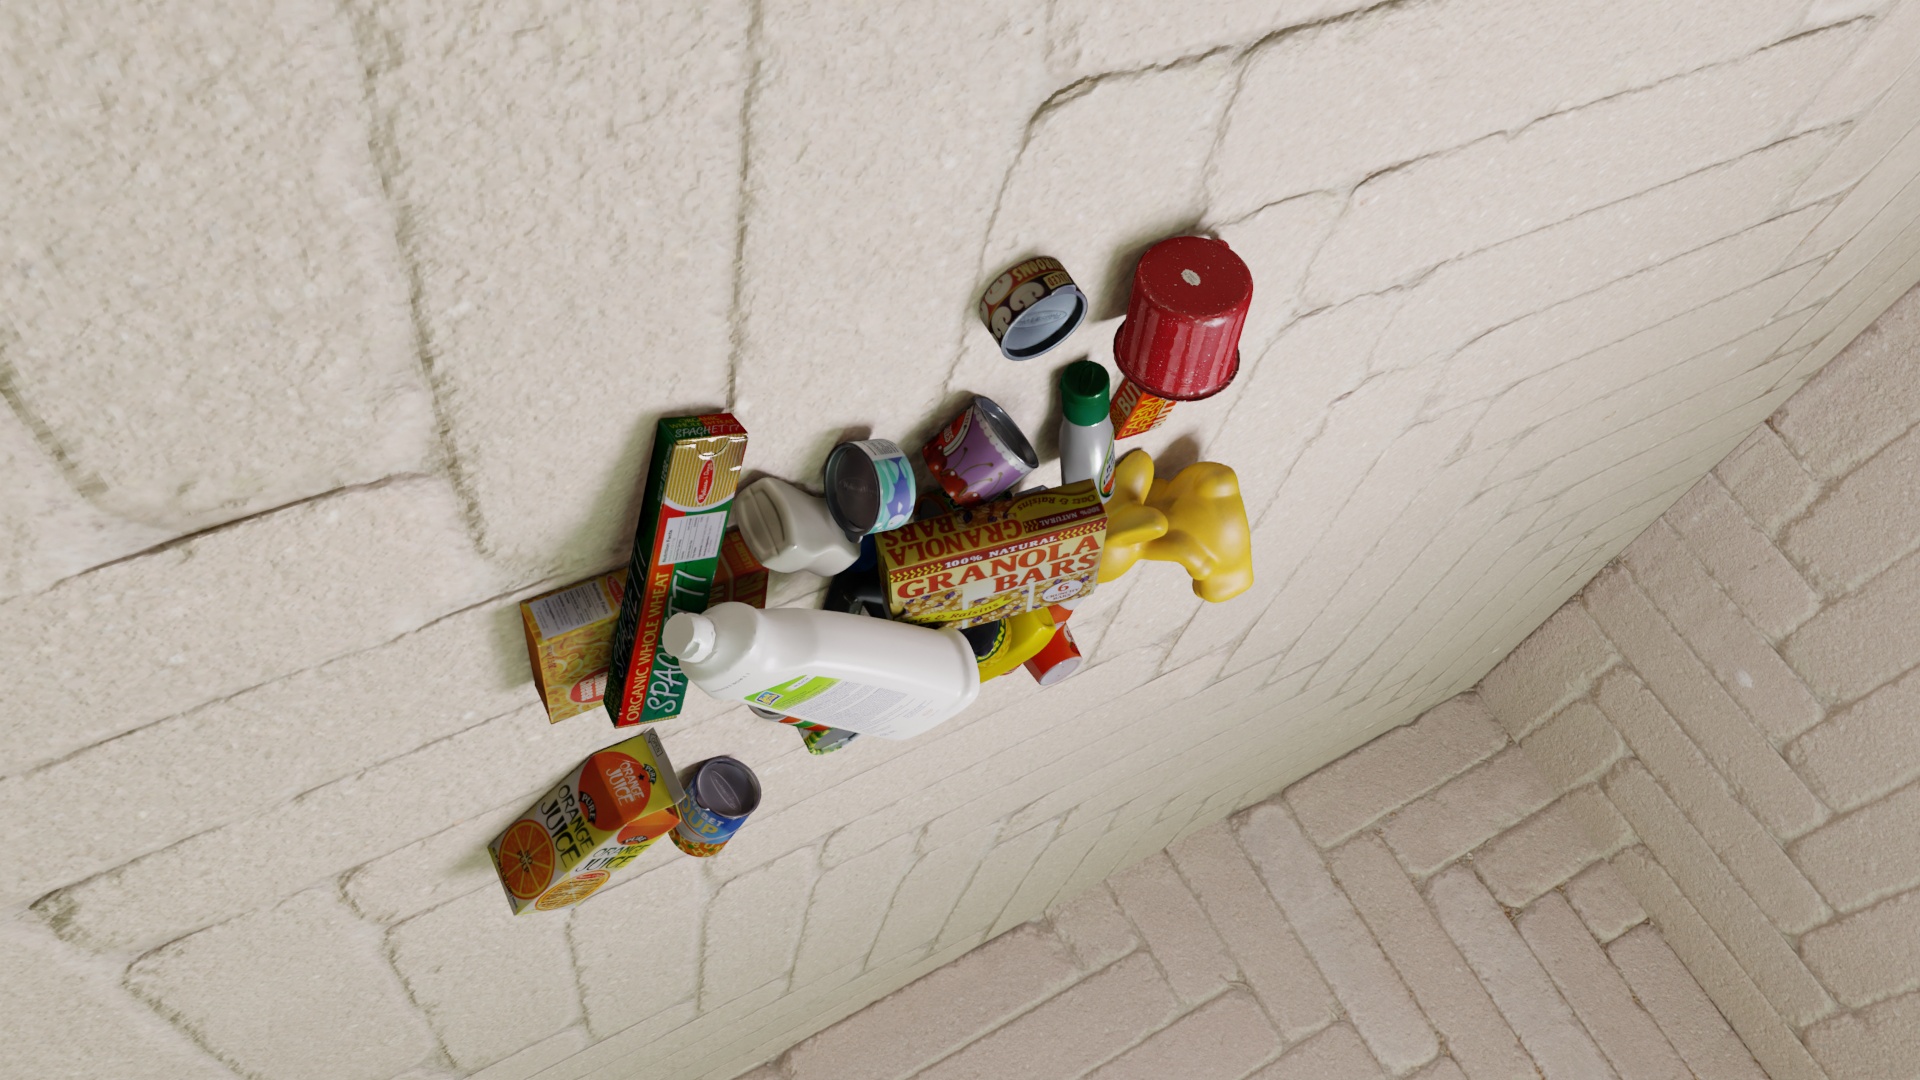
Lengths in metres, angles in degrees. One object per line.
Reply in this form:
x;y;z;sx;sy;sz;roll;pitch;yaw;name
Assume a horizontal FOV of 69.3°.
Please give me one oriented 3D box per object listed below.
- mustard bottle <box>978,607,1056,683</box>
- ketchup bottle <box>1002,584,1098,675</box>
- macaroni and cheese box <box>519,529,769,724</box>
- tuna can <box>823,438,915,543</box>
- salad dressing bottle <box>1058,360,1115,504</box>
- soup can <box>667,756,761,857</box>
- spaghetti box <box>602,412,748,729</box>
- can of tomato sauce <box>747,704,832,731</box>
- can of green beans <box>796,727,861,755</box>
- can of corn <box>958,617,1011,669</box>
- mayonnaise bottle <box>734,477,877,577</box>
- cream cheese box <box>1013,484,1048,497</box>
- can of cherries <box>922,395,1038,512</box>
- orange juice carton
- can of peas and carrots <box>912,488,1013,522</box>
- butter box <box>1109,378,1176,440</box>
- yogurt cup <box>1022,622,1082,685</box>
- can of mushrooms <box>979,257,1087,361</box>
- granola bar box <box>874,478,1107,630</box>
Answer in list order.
0.018;0.109;1.372;0.160;0.065;0.049;-36;156;24;mustard bottle
0.079;0.077;1.403;0.148;0.043;0.065;-46;157;30;ketchup bottle
-0.224;0.060;0.999;0.167;0.040;0.123;-21;154;-23;macaroni and cheese box
-0.063;-0.035;0.968;0.033;0.071;0.070;-11;150;-39;tuna can
0.100;-0.083;1.095;0.044;0.064;0.147;10;151;12;salad dressing bottle
-0.241;0.259;1.341;0.071;0.071;0.083;-9;148;-42;soup can
-0.190;0.026;0.909;0.050;0.029;0.248;-8;134;-35;spaghetti box
-0.142;0.128;1.205;0.071;0.071;0.083;-36;156;10;can of tomato sauce
-0.124;0.159;1.296;0.071;0.058;0.071;-26;156;-12;can of green beans
0.012;0.085;1.301;0.071;0.071;0.058;-33;157;3;can of corn
-0.104;-0.003;0.996;0.041;0.065;0.148;-31;162;16;mayonnaise bottle
0.043;0.006;1.148;0.104;0.024;0.053;-62;-163;-18;cream cheese box
0.013;-0.064;1.016;0.058;0.071;0.071;-39;156;18;can of cherries
-0.317;0.246;1.215;0.192;0.072;0.073;-40;156;19;orange juice carton
0.004;-0.014;1.097;0.059;0.071;0.070;-18;153;-28;can of peas and carrots
0.156;-0.124;1.118;0.053;0.024;0.103;-18;154;-30;butter box
0.095;0.119;1.493;0.072;0.054;0.072;-26;155;-12;yogurt cup
0.049;-0.154;0.916;0.071;0.033;0.070;-26;156;-12;can of mushrooms
0.023;0.018;1.042;0.166;0.039;0.123;-14;151;-8;granola bar box
